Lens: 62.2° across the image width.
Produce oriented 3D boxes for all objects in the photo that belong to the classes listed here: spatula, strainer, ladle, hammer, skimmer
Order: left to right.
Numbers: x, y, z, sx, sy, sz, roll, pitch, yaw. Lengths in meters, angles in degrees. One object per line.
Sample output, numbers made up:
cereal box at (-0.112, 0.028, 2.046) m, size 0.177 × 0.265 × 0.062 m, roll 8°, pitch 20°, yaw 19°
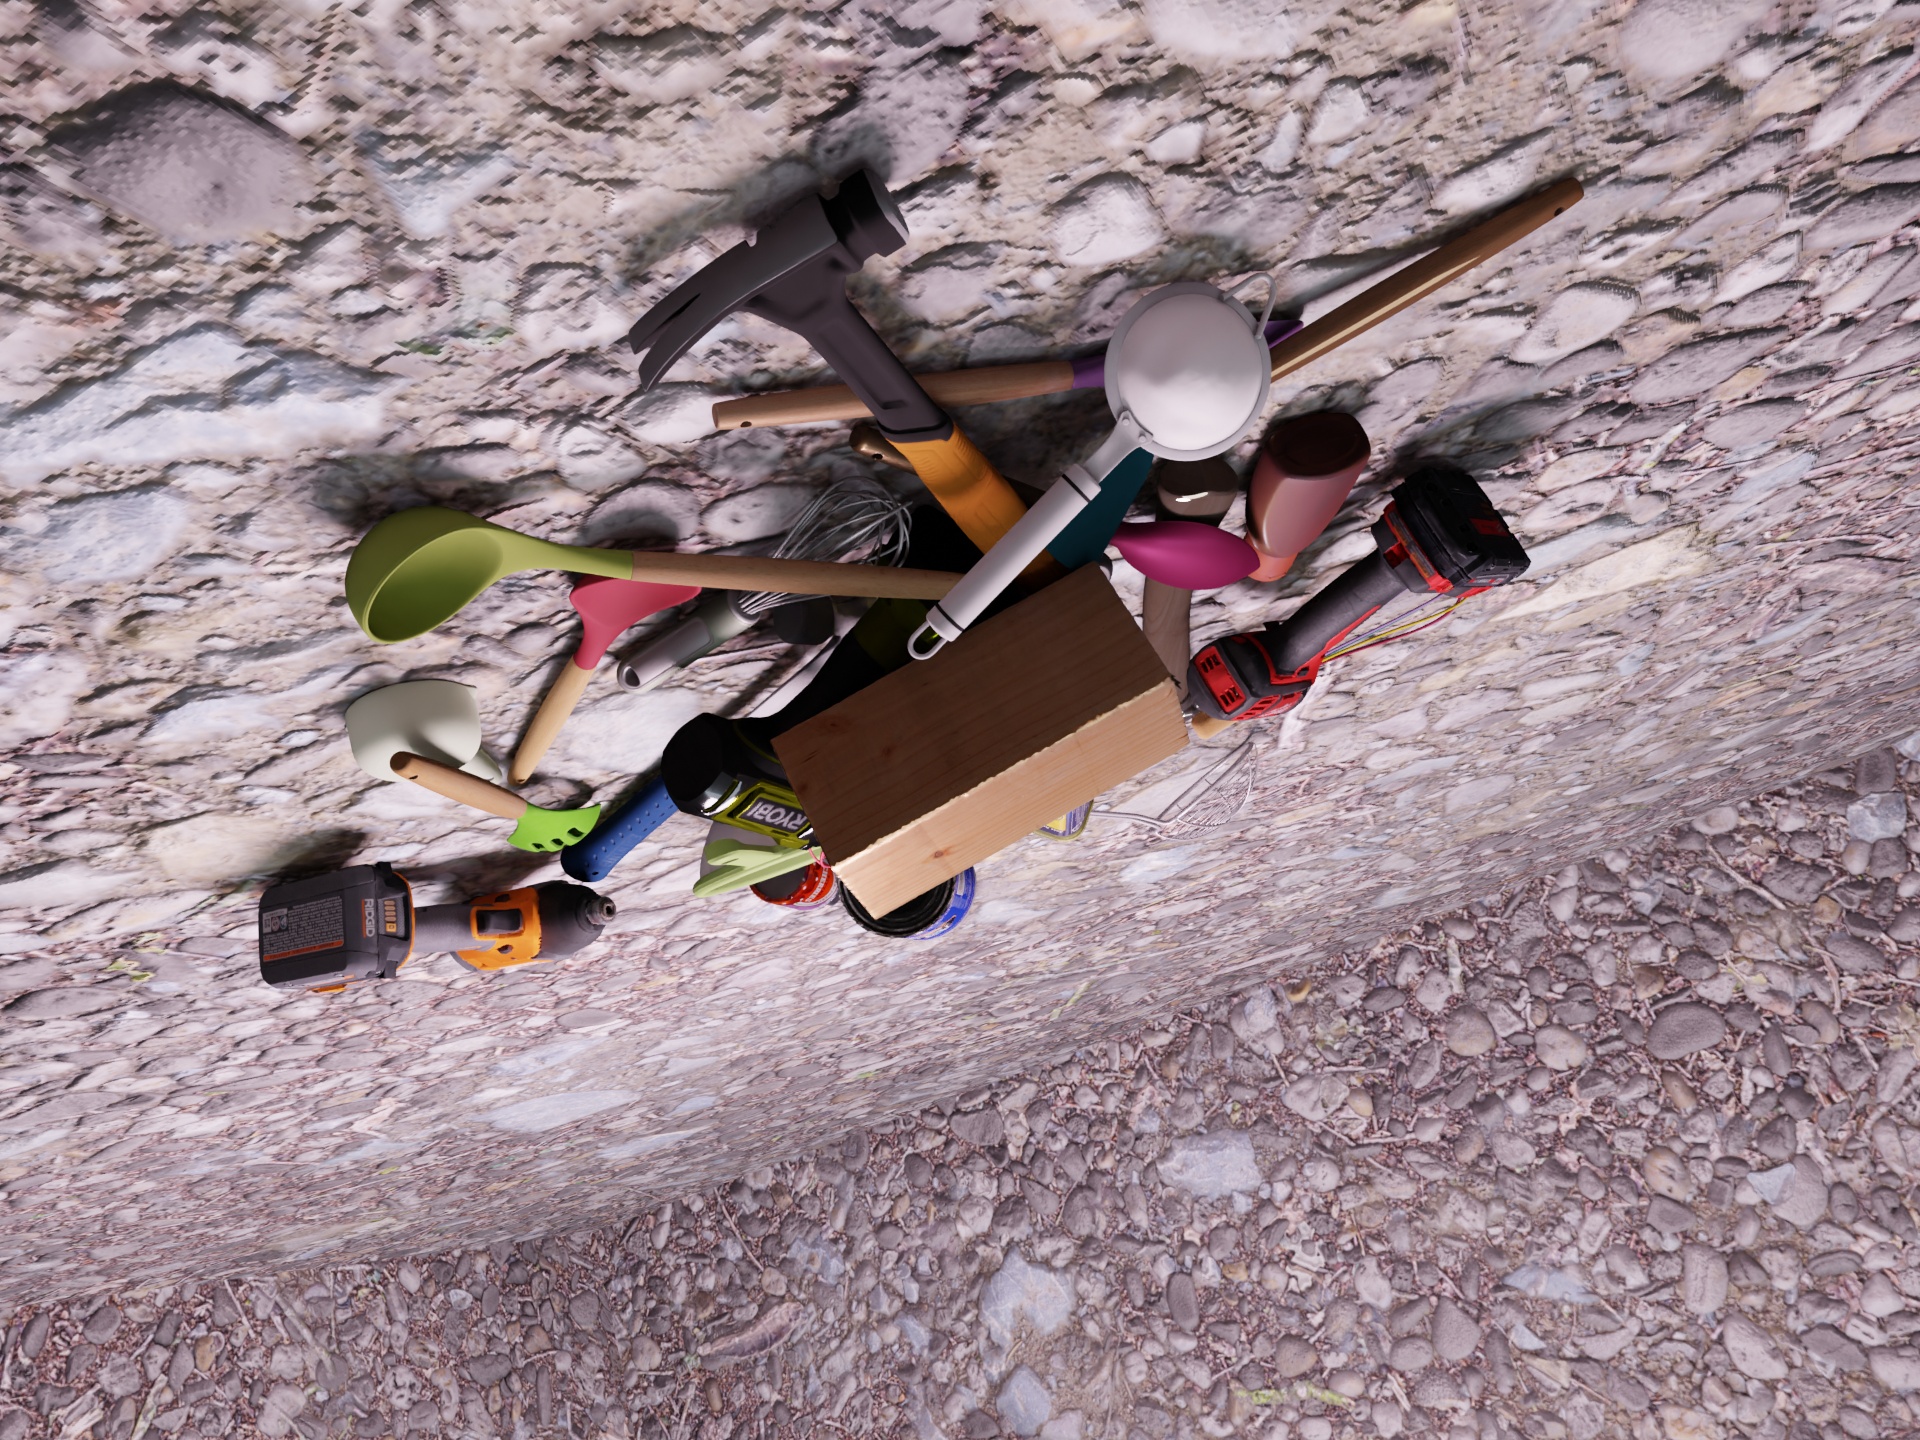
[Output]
ladle at (-0.231, -0.024, 0.956) m, size 0.069 × 0.031 × 0.315 m, roll 0°, pitch 156°, yaw -30°
ladle at (-0.138, -0.066, 0.800) m, size 0.320 × 0.062 × 0.078 m, roll 2°, pitch 150°, yaw -18°
hammer at (-0.165, 0.022, 1.115) m, size 0.144 × 0.035 × 0.405 m, roll 3°, pitch 152°, yaw -42°
strainer at (-0.150, 0.076, 1.174) m, size 0.151 × 0.069 × 0.256 m, roll -21°, pitch 172°, yaw 6°
hammer at (-0.019, -0.129, 0.780) m, size 0.127 × 0.034 × 0.336 m, roll -29°, pitch 151°, yaw 13°
spatula at (0.030, -0.170, 0.800) m, size 0.316 × 0.018 × 0.059 m, roll -11°, pitch 158°, yaw -20°
skimmer at (0.109, 0.056, 1.436) m, size 0.363 × 0.090 × 0.127 m, roll 5°, pitch 155°, yaw -25°
strainer at (0.067, -0.122, 0.784) m, size 0.258 × 0.086 × 0.050 m, roll -45°, pitch -164°, yaw 8°
hammer at (0.137, -0.070, 1.121) m, size 0.146 × 0.038 × 0.410 m, roll -15°, pitch 159°, yaw -1°
spatula at (0.177, -0.181, 0.825) m, size 0.317 × 0.044 × 0.082 m, roll -29°, pitch 157°, yaw 15°

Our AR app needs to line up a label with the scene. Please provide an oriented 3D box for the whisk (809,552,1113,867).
whisk at (-0.002, -0.003, 1.066) m, size 0.296 × 0.073 × 0.073 m, roll -47°, pitch 150°, yaw 18°

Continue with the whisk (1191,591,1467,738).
whisk at (0.285, -0.054, 1.214) m, size 0.245 × 0.047 × 0.051 m, roll -32°, pitch 160°, yaw 10°

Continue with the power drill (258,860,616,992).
power drill at (-0.378, 0.151, 1.182) m, size 0.164 × 0.084 × 0.226 m, roll -14°, pitch 167°, yaw 33°

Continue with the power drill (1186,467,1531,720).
power drill at (0.270, -0.076, 1.097) m, size 0.219 × 0.079 × 0.143 m, roll -38°, pitch 163°, yaw 30°

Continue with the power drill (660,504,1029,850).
power drill at (-0.050, -0.012, 0.959) m, size 0.223 × 0.080 × 0.171 m, roll -43°, pitch 147°, yaw 16°

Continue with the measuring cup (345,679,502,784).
measuring cup at (-0.319, 0.025, 0.991) m, size 0.083 × 0.038 × 0.167 m, roll -18°, pitch 158°, yaw 0°

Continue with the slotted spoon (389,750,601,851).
slotted spoon at (-0.299, 0.054, 1.028) m, size 0.070 × 0.031 × 0.313 m, roll -22°, pitch 168°, yaw 0°

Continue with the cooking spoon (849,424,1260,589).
cooking spoon at (0.063, -0.116, 0.911) m, size 0.318 × 0.017 × 0.069 m, roll 13°, pitch 152°, yaw -41°

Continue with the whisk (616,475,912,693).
whisk at (-0.118, -0.069, 0.906) m, size 0.246 × 0.058 × 0.059 m, roll -27°, pitch -172°, yaw 36°
